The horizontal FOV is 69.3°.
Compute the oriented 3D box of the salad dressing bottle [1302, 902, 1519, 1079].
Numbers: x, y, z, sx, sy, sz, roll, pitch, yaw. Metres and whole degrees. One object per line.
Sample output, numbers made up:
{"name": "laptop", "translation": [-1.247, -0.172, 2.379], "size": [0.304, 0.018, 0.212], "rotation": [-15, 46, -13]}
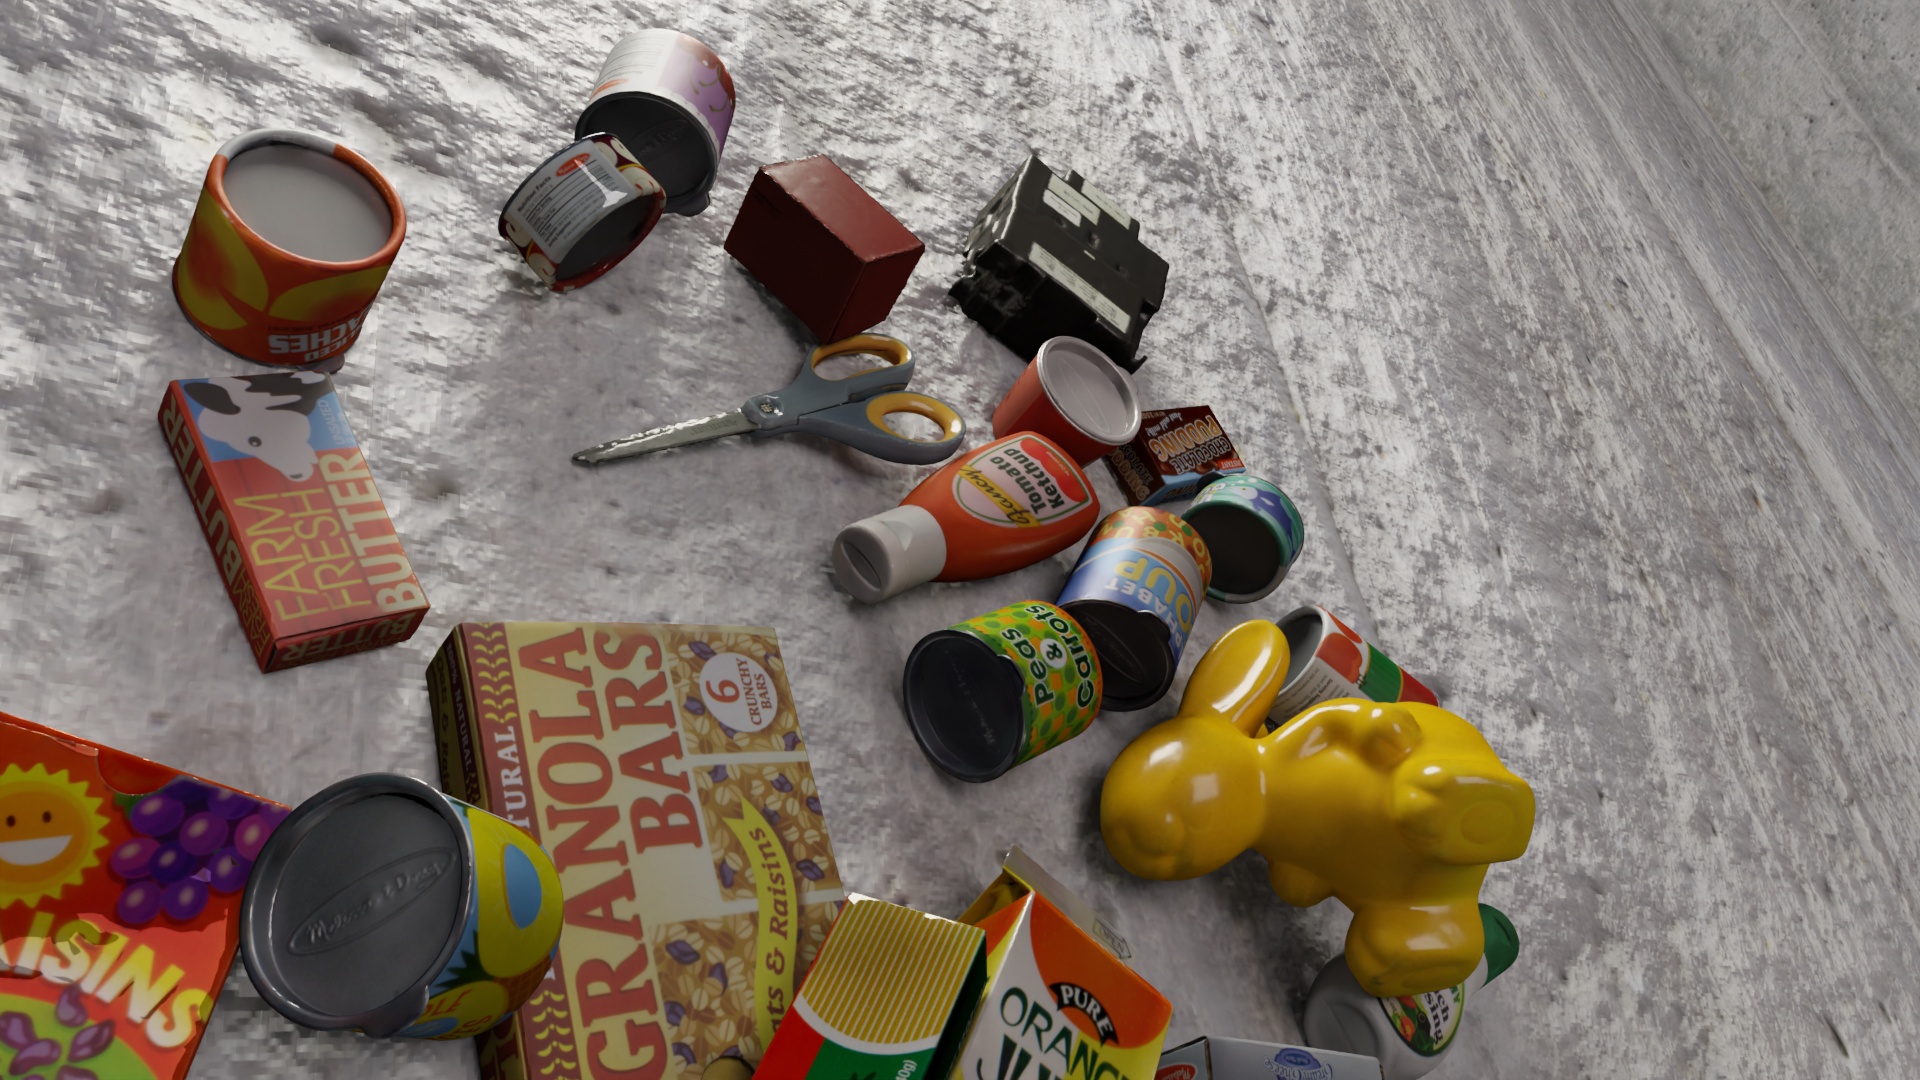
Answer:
{"name": "salad dressing bottle", "translation": [0.223, 0.215, 0.674], "size": [0.148, 0.043, 0.064], "rotation": [-9, 63, -45]}

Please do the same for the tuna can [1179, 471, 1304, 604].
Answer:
{"name": "tuna can", "translation": [0.151, -0.002, 0.765], "size": [0.071, 0.070, 0.033], "rotation": [47, 40, -1]}

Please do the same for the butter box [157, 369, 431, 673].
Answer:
{"name": "butter box", "translation": [-0.225, -0.009, 0.469], "size": [0.053, 0.024, 0.103], "rotation": [-13, 68, -47]}

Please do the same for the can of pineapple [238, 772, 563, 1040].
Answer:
{"name": "can of pineapple", "translation": [-0.153, 0.105, 0.387], "size": [0.057, 0.071, 0.071], "rotation": [65, 5, -65]}

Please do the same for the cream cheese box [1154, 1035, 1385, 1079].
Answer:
{"name": "cream cheese box", "translation": [0.120, 0.225, 0.568], "size": [0.104, 0.053, 0.024], "rotation": [19, 50, -31]}

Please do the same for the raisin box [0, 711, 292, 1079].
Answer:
{"name": "raisin box", "translation": [-0.236, 0.114, 0.350], "size": [0.086, 0.040, 0.124], "rotation": [26, 44, -23]}

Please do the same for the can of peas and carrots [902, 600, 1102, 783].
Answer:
{"name": "can of peas and carrots", "translation": [0.020, 0.062, 0.594], "size": [0.059, 0.070, 0.071], "rotation": [-16, 71, -48]}

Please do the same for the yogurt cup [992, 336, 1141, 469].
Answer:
{"name": "yogurt cup", "translation": [0.054, -0.066, 0.739], "size": [0.072, 0.053, 0.073], "rotation": [23, 46, -26]}

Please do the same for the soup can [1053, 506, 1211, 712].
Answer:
{"name": "soup can", "translation": [0.084, 0.031, 0.675], "size": [0.071, 0.071, 0.084], "rotation": [42, 40, -7]}

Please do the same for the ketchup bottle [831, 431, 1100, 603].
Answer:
{"name": "ketchup bottle", "translation": [0.002, -0.008, 0.655], "size": [0.065, 0.043, 0.149], "rotation": [48, 39, 16]}

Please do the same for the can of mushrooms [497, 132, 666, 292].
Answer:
{"name": "can of mushrooms", "translation": [-0.162, -0.140, 0.600], "size": [0.033, 0.070, 0.071], "rotation": [48, 40, 0]}

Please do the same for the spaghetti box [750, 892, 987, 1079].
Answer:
{"name": "spaghetti box", "translation": [-0.056, 0.200, 0.368], "size": [0.050, 0.028, 0.251], "rotation": [11, 37, 17]}

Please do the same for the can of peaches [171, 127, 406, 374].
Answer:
{"name": "can of peaches", "translation": [-0.241, -0.104, 0.504], "size": [0.071, 0.057, 0.071], "rotation": [24, 45, -26]}

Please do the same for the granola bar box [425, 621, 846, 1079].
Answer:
{"name": "granola bar box", "translation": [-0.105, 0.108, 0.472], "size": [0.124, 0.039, 0.166], "rotation": [4, 56, -39]}

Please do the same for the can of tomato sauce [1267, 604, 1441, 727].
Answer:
{"name": "can of tomato sauce", "translation": [0.203, 0.083, 0.745], "size": [0.083, 0.071, 0.071], "rotation": [36, 41, -13]}

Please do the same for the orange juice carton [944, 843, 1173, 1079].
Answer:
{"name": "orange juice carton", "translation": [0.013, 0.195, 0.481], "size": [0.072, 0.072, 0.194], "rotation": [41, 40, -8]}

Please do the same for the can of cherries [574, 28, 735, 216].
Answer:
{"name": "can of cherries", "translation": [-0.143, -0.198, 0.663], "size": [0.071, 0.071, 0.059], "rotation": [27, 44, -24]}

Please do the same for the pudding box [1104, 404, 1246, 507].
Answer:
{"name": "pudding box", "translation": [0.123, -0.049, 0.805], "size": [0.084, 0.030, 0.050], "rotation": [-10, 67, -45]}
